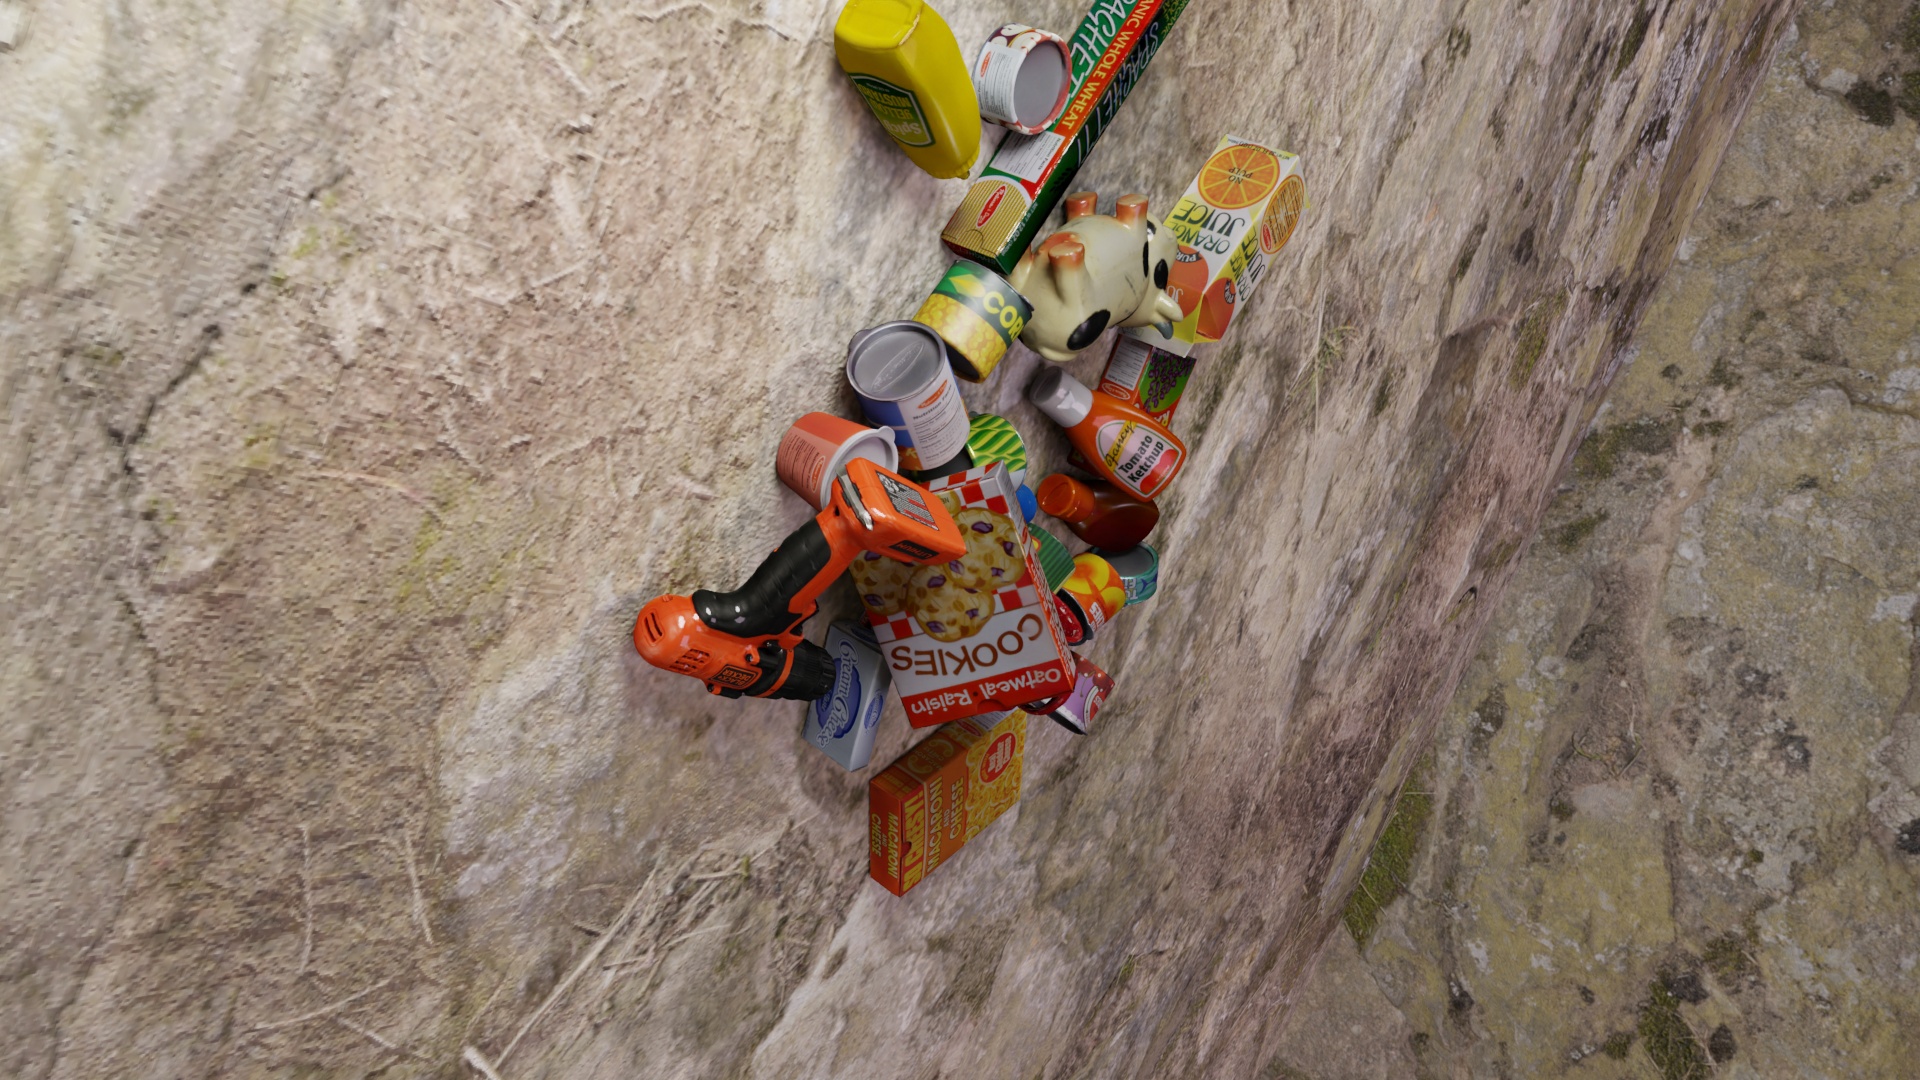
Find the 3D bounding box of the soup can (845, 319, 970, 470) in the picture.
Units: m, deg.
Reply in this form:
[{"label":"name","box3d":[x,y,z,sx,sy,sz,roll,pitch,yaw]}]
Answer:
[{"label":"soup can","box3d":[-0.035,-0.097,0.929,0.071,0.071,0.083,-50,151,-17]}]

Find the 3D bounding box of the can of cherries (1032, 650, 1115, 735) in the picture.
[{"label":"can of cherries","box3d":[0.106,0.143,1.314,0.058,0.071,0.071,-54,148,-12]}]

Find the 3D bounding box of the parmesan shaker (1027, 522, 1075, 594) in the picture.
[{"label":"parmesan shaker","box3d":[0.037,0.041,1.145,0.103,0.071,0.071,-49,146,-21]}]

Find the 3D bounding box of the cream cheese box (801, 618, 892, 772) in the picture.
[{"label":"cream cheese box","box3d":[-0.083,0.115,1.038,0.024,0.053,0.103,-12,123,-53]}]

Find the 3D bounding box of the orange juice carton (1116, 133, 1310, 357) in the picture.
[{"label":"orange juice carton","box3d":[0.210,-0.239,1.165,0.193,0.072,0.073,-55,148,-11]}]

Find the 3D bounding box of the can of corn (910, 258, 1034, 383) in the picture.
[{"label":"can of corn","box3d":[0.007,-0.148,0.946,0.058,0.071,0.071,-55,148,-9]}]

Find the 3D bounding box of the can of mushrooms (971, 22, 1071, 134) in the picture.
[{"label":"can of mushrooms","box3d":[0.042,-0.303,0.911,0.071,0.033,0.070,-34,138,-37]}]

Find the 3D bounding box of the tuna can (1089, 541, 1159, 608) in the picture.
[{"label":"tuna can","box3d":[0.151,0.029,1.292,0.071,0.071,0.032,-34,138,-37]}]

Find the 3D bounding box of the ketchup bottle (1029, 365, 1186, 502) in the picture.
[{"label":"ketchup bottle","box3d":[0.117,-0.090,1.131,0.148,0.044,0.064,32,100,-35]}]

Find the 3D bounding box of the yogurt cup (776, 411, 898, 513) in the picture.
[{"label":"yogurt cup","box3d":[-0.083,-0.050,0.908,0.073,0.054,0.072,-35,140,-36]}]

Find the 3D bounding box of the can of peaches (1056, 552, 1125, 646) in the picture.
[{"label":"can of peaches","box3d":[0.108,0.053,1.248,0.058,0.071,0.070,-37,141,-36]}]

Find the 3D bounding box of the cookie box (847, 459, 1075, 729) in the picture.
[{"label":"cookie box","box3d":[-0.003,0.041,0.970,0.040,0.123,0.167,-66,139,-67]}]

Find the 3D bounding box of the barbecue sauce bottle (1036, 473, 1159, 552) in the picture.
[{"label":"barbecue sauce bottle","box3d":[0.119,-0.027,1.221,0.064,0.044,0.148,-42,152,20]}]

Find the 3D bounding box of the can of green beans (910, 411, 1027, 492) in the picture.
[{"label":"can of green beans","box3d":[0.006,-0.056,1.019,0.058,0.071,0.071,-18,128,-47]}]

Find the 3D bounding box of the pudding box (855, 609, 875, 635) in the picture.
[{"label":"pudding box","box3d":[-0.039,0.049,1.054,0.084,0.050,0.030,-57,150,-5]}]

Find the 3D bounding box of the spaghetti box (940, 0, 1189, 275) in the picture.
[{"label":"spaghetti box","box3d":[0.076,-0.294,0.949,0.250,0.050,0.028,-57,150,-7]}]

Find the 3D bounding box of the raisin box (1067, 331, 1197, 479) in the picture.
[{"label":"raisin box","box3d":[0.151,-0.113,1.209,0.086,0.040,0.123,4,111,-57]}]

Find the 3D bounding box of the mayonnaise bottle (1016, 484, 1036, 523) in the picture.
[{"label":"mayonnaise bottle","box3d":[0.004,-0.013,1.058,0.149,0.065,0.041,-22,128,-52]}]

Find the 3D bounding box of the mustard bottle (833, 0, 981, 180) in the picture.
[{"label":"mustard bottle","box3d":[-0.020,-0.259,0.829,0.049,0.065,0.160,-60,153,-10]}]

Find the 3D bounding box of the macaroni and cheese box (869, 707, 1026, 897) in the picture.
[{"label":"macaroni and cheese box","box3d":[-0.009,0.223,1.241,0.167,0.040,0.123,-32,137,-39]}]
